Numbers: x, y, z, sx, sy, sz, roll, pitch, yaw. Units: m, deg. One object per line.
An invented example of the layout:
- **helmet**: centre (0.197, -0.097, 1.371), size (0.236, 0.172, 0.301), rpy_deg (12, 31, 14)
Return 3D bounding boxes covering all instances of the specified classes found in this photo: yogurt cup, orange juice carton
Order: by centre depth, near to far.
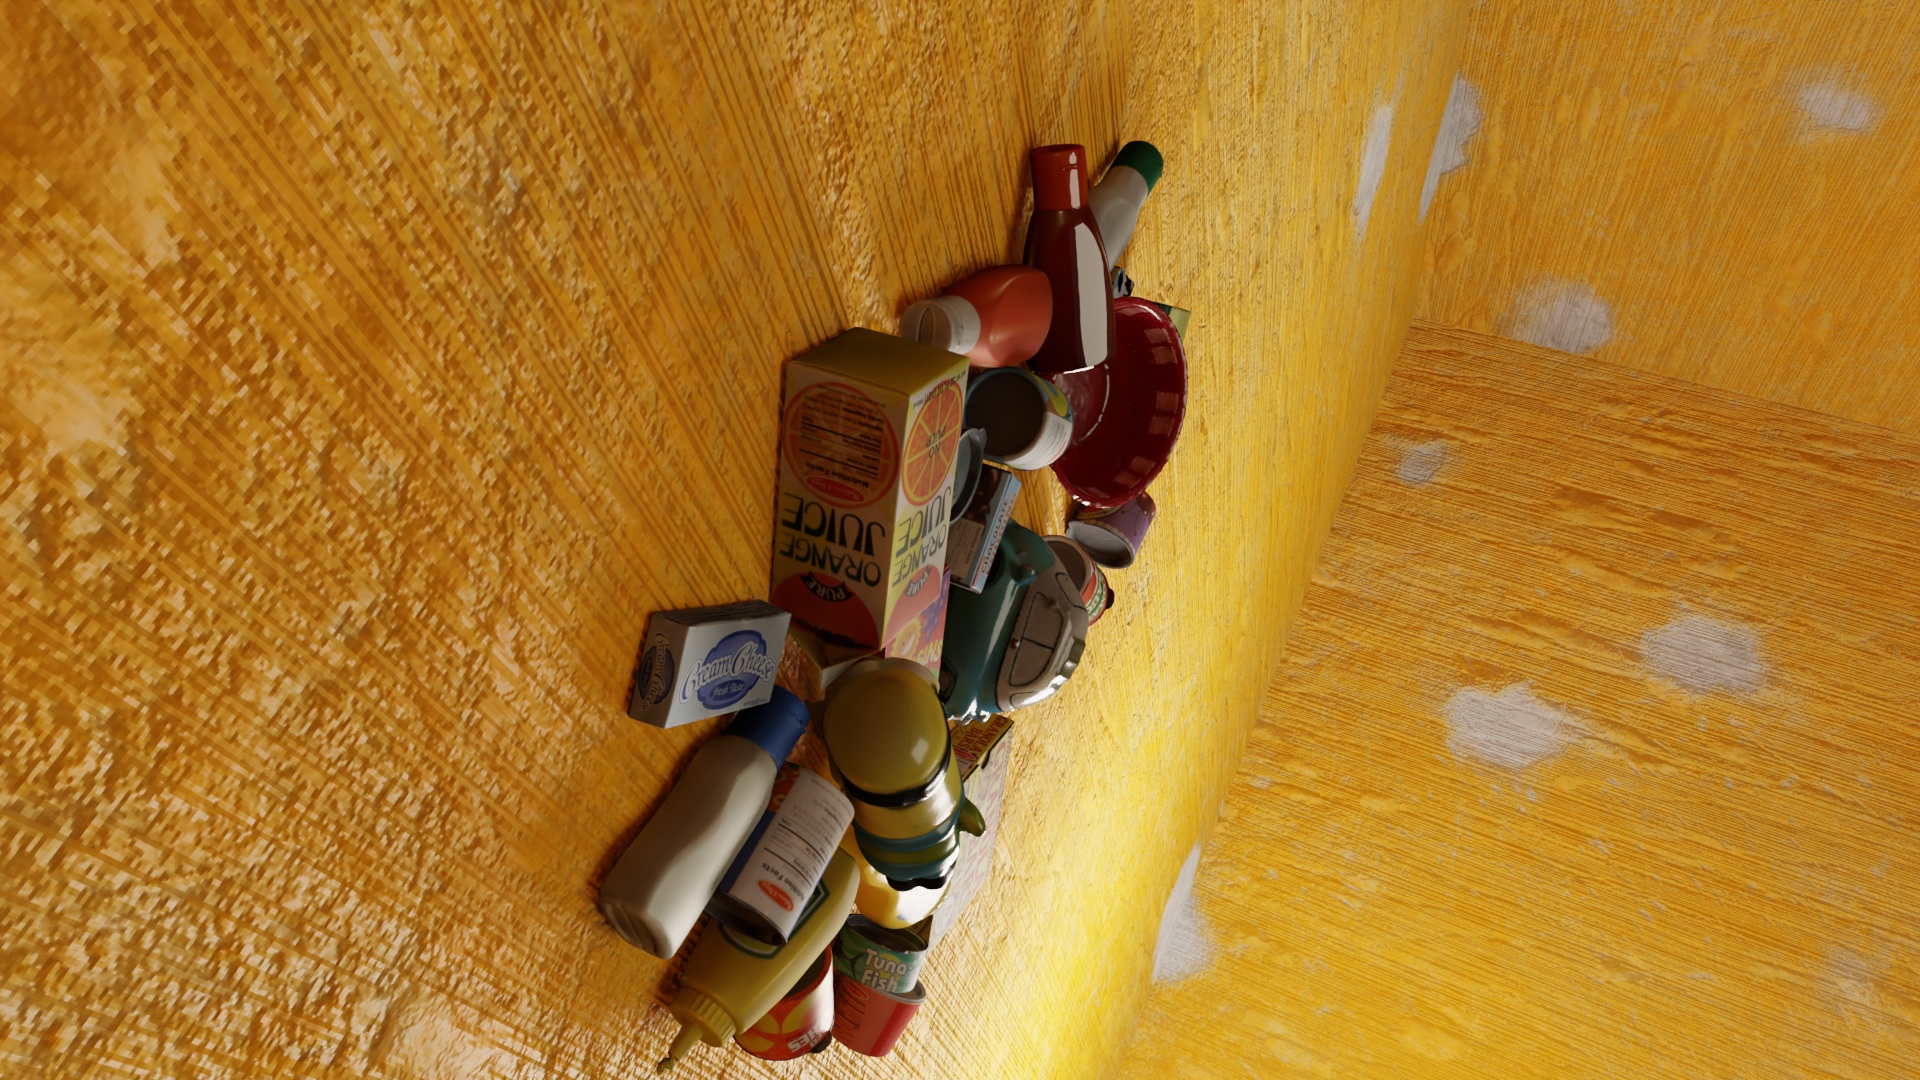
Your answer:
- **orange juice carton**: centre (-0.052, -0.011, 0.759), size (0.072, 0.073, 0.191), rpy_deg (-41, 144, -55)
- **yogurt cup**: centre (-0.067, 0.349, 1.043), size (0.054, 0.072, 0.072), rpy_deg (-64, 160, 2)

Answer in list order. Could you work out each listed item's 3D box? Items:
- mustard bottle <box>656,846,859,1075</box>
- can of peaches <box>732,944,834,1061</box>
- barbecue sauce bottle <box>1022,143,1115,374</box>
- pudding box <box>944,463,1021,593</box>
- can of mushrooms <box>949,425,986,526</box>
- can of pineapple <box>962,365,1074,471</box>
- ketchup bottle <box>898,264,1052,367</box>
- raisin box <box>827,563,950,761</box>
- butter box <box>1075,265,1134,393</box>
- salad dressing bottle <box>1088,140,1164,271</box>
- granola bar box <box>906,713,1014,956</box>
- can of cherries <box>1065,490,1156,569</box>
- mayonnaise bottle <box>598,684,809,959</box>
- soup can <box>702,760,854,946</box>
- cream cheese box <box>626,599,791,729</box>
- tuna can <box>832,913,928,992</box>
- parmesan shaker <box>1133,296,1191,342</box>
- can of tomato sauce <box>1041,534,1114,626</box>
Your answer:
- **mustard bottle**: centre (-0.122, 0.242, 0.808), size (0.161, 0.065, 0.048), rpy_deg (-51, 156, -36)
- **can of peaches**: centre (-0.109, 0.276, 0.857), size (0.071, 0.071, 0.057), rpy_deg (-48, 148, -48)
- **barbecue sauce bottle**: centre (0.070, -0.189, 0.936), size (0.044, 0.065, 0.148), rpy_deg (-132, -147, -61)
- **pudding box**: centre (0.003, -0.012, 0.937), size (0.030, 0.050, 0.083), rpy_deg (32, 77, -71)
- **can of mushrooms**: centre (-0.012, -0.046, 0.891), size (0.071, 0.033, 0.070), rpy_deg (-51, 151, -44)
- **can of pineapple**: centre (0.036, -0.083, 0.943), size (0.058, 0.071, 0.071), rpy_deg (8, 99, -69)
- **ketchup bottle**: centre (0.011, -0.136, 0.861), size (0.149, 0.043, 0.064), rpy_deg (-28, 130, -62)
- **raisin box**: centre (-0.046, 0.080, 0.901), size (0.086, 0.040, 0.122), rpy_deg (-40, 143, -54)
- **butter box**: centre (0.109, -0.167, 1.119), size (0.053, 0.024, 0.103), rpy_deg (14, 93, -69)
- **salad dressing bottle**: centre (0.109, -0.242, 1.029), size (0.148, 0.044, 0.064), rpy_deg (-58, 154, -36)
- **granola bar box**: centre (-0.006, 0.237, 1.138), size (0.125, 0.039, 0.164), rpy_deg (-39, 143, -56)
- **can of cherries**: centre (0.135, -0.018, 1.255), size (0.058, 0.071, 0.071), rpy_deg (-61, 157, -27)
- **mayonnaise bottle**: centre (-0.131, 0.142, 0.732), size (0.064, 0.041, 0.149), rpy_deg (86, 29, -49)
- **soup can**: centre (-0.109, 0.175, 0.785), size (0.084, 0.071, 0.071), rpy_deg (-60, 157, -31)
- **cream cheese box**: centre (-0.125, 0.061, 0.702), size (0.104, 0.024, 0.053), rpy_deg (-3, 108, -69)
- **tuna can**: centre (-0.059, 0.301, 1.011), size (0.033, 0.071, 0.071), rpy_deg (-71, 160, -1)
- **parmesan shaker**: centre (0.152, -0.152, 1.182), size (0.071, 0.071, 0.103), rpy_deg (-8, 114, -68)
- **can of tomato sauce**: centre (0.087, 0.037, 1.166), size (0.071, 0.071, 0.083), rpy_deg (-69, 159, -9)
